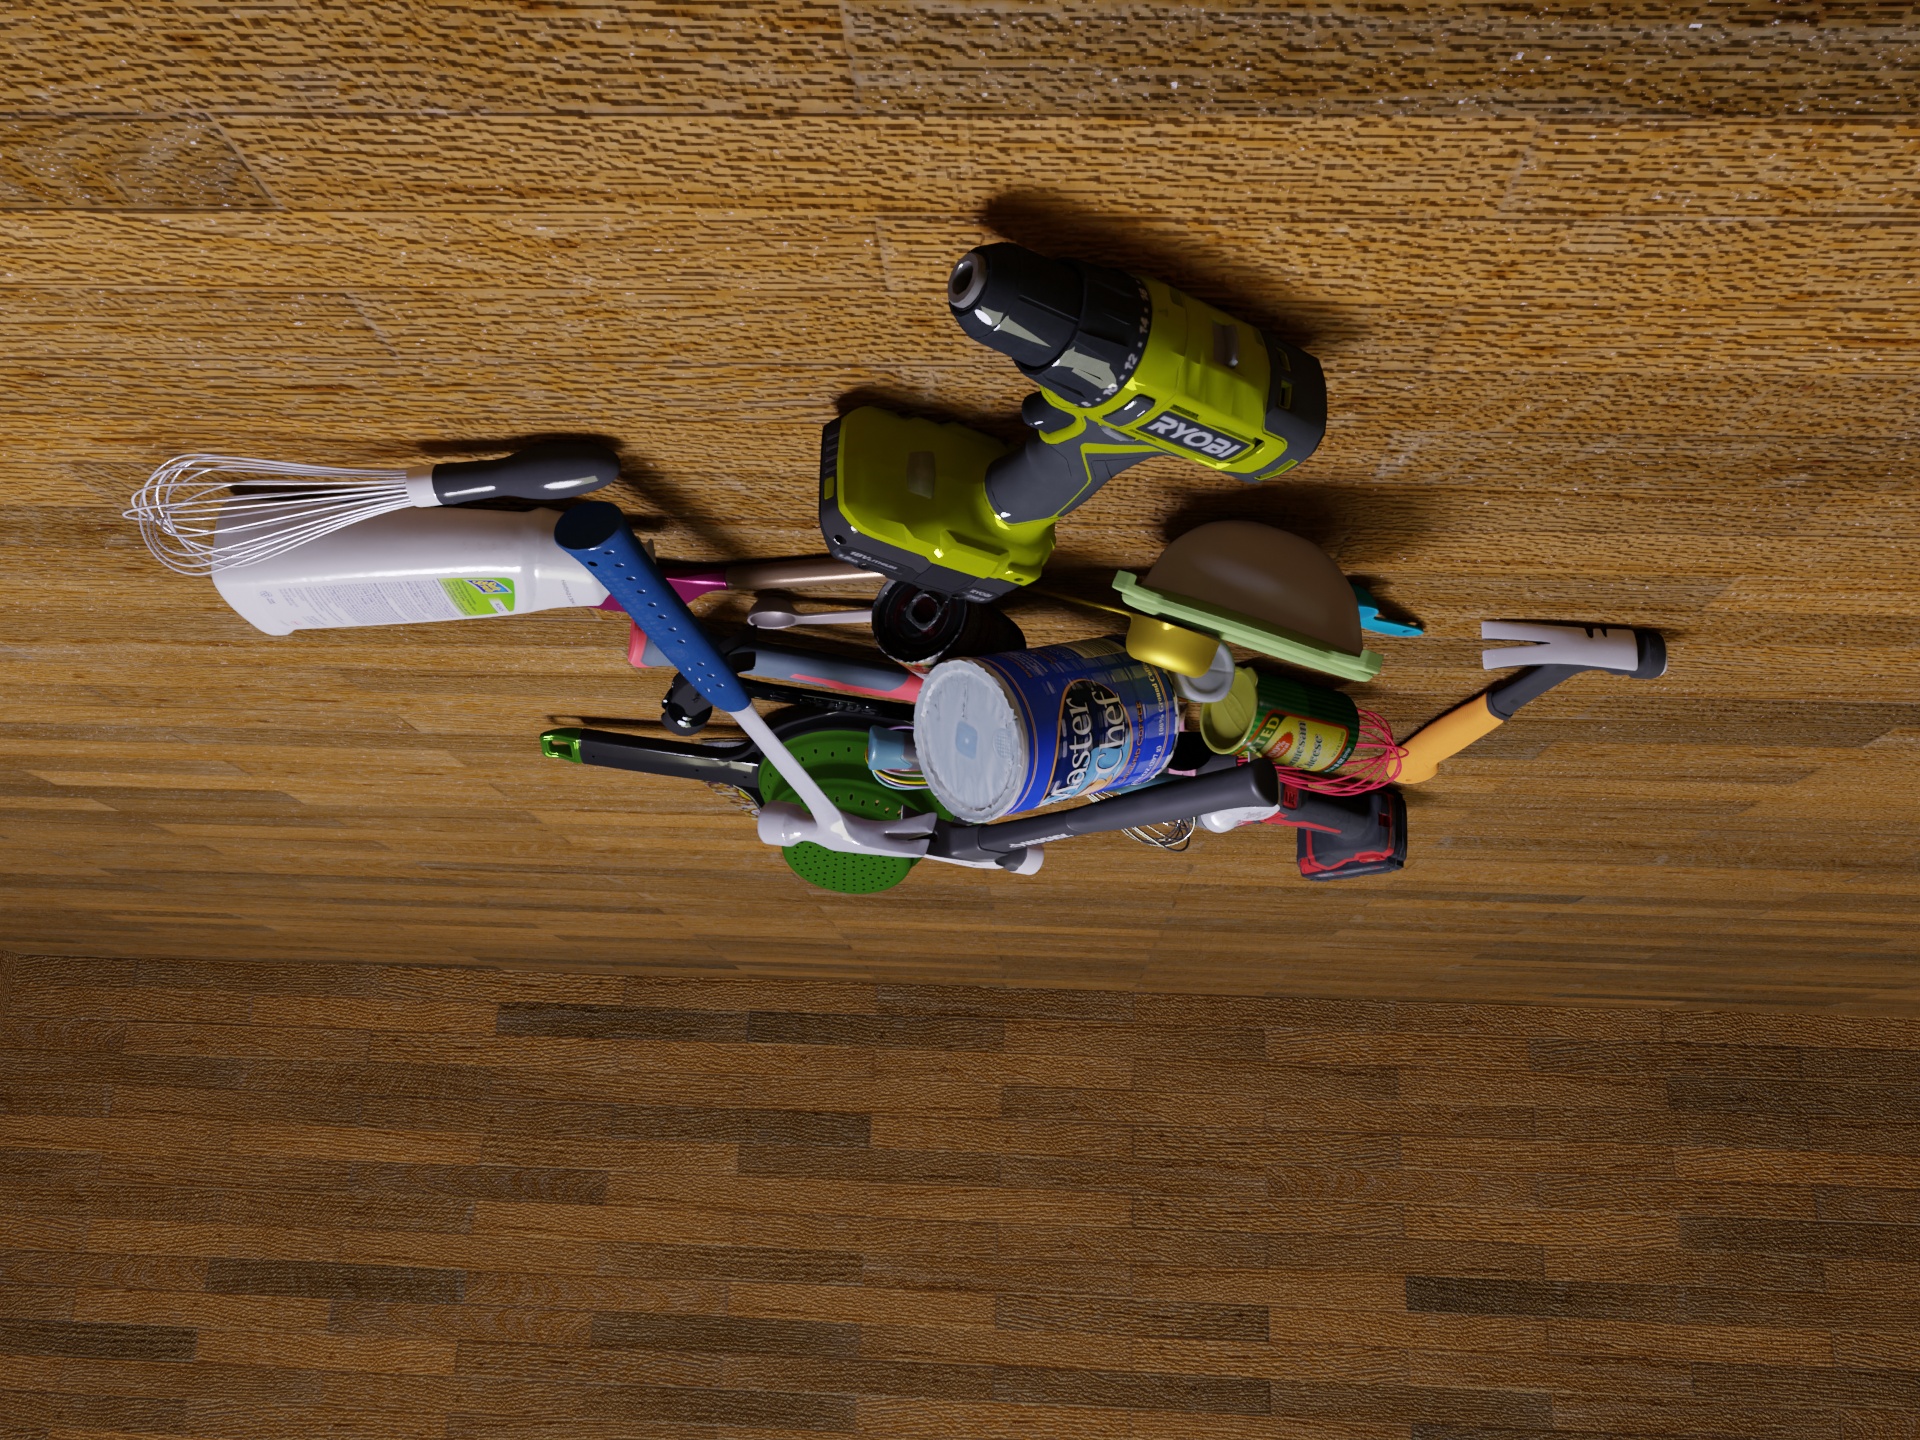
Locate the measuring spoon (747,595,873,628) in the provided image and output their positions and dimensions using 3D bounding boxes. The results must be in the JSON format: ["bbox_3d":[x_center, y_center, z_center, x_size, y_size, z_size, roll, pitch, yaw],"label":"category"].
[{"bbox_3d":[-0.083,-0.077,1.087,0.124,0.018,0.034,-3,164,-7],"label":"measuring spoon"}]

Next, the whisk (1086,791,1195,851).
[{"bbox_3d":[0.108,0.056,1.390,0.246,0.059,0.057,26,130,-25],"label":"whisk"}]

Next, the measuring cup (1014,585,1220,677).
[{"bbox_3d":[0.086,-0.059,1.007,0.156,0.029,0.062,17,-176,20],"label":"measuring cup"}]

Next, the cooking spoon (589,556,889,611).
[{"bbox_3d":[-0.124,-0.093,1.021,0.319,0.017,0.068,-2,159,16],"label":"cooking spoon"}]

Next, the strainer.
[{"bbox_3d":[0.186,-0.078,0.969,0.151,0.069,0.256,19,-174,11],"label":"strainer"}]

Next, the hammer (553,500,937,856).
[{"bbox_3d":[-0.137,-0.008,1.031,0.144,0.035,0.405,5,153,23],"label":"hammer"}]

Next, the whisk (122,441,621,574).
[{"bbox_3d":[-0.325,-0.127,0.881,0.284,0.070,0.070,-5,163,7],"label":"whisk"}]

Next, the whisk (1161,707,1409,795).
[{"bbox_3d":[0.253,0.033,1.338,0.073,0.073,0.296,14,167,-33],"label":"whisk"}]

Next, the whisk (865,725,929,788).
[{"bbox_3d":[0.042,0.040,1.301,0.245,0.051,0.047,4,-165,-12],"label":"whisk"}]

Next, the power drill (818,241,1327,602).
[{"bbox_3d":[0.029,-0.138,0.750,0.190,0.080,0.228,14,158,-34],"label":"power drill"}]

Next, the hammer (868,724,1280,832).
[{"bbox_3d":[0.087,0.040,1.172,0.331,0.033,0.128,8,162,-19],"label":"hammer"}]

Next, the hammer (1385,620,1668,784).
[{"bbox_3d":[0.395,-0.005,1.221,0.127,0.034,0.336,3,164,-6],"label":"hammer"}]

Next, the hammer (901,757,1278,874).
[{"bbox_3d":[0.094,0.069,1.149,0.146,0.035,0.335,13,161,-36],"label":"hammer"}]

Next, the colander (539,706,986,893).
[{"bbox_3d":[-0.173,0.072,1.363,0.397,0.095,0.204,8,141,1],"label":"colander"}]

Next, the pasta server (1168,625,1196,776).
[{"bbox_3d":[0.167,-0.005,1.246,0.060,0.040,0.316,22,165,12],"label":"pasta server"}]

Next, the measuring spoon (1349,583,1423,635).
[{"bbox_3d":[0.273,-0.073,1.050,0.042,0.021,0.128,-11,168,39],"label":"measuring spoon"}]

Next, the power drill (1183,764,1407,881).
[{"bbox_3d":[0.303,0.088,1.482,0.219,0.079,0.143,19,157,-37],"label":"power drill"}]

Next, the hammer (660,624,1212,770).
[{"bbox_3d":[-0.002,-0.004,1.155,0.408,0.036,0.149,8,159,-20],"label":"hammer"}]

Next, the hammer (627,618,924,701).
[{"bbox_3d":[-0.050,-0.034,1.177,0.386,0.038,0.143,9,161,-22],"label":"hammer"}]
